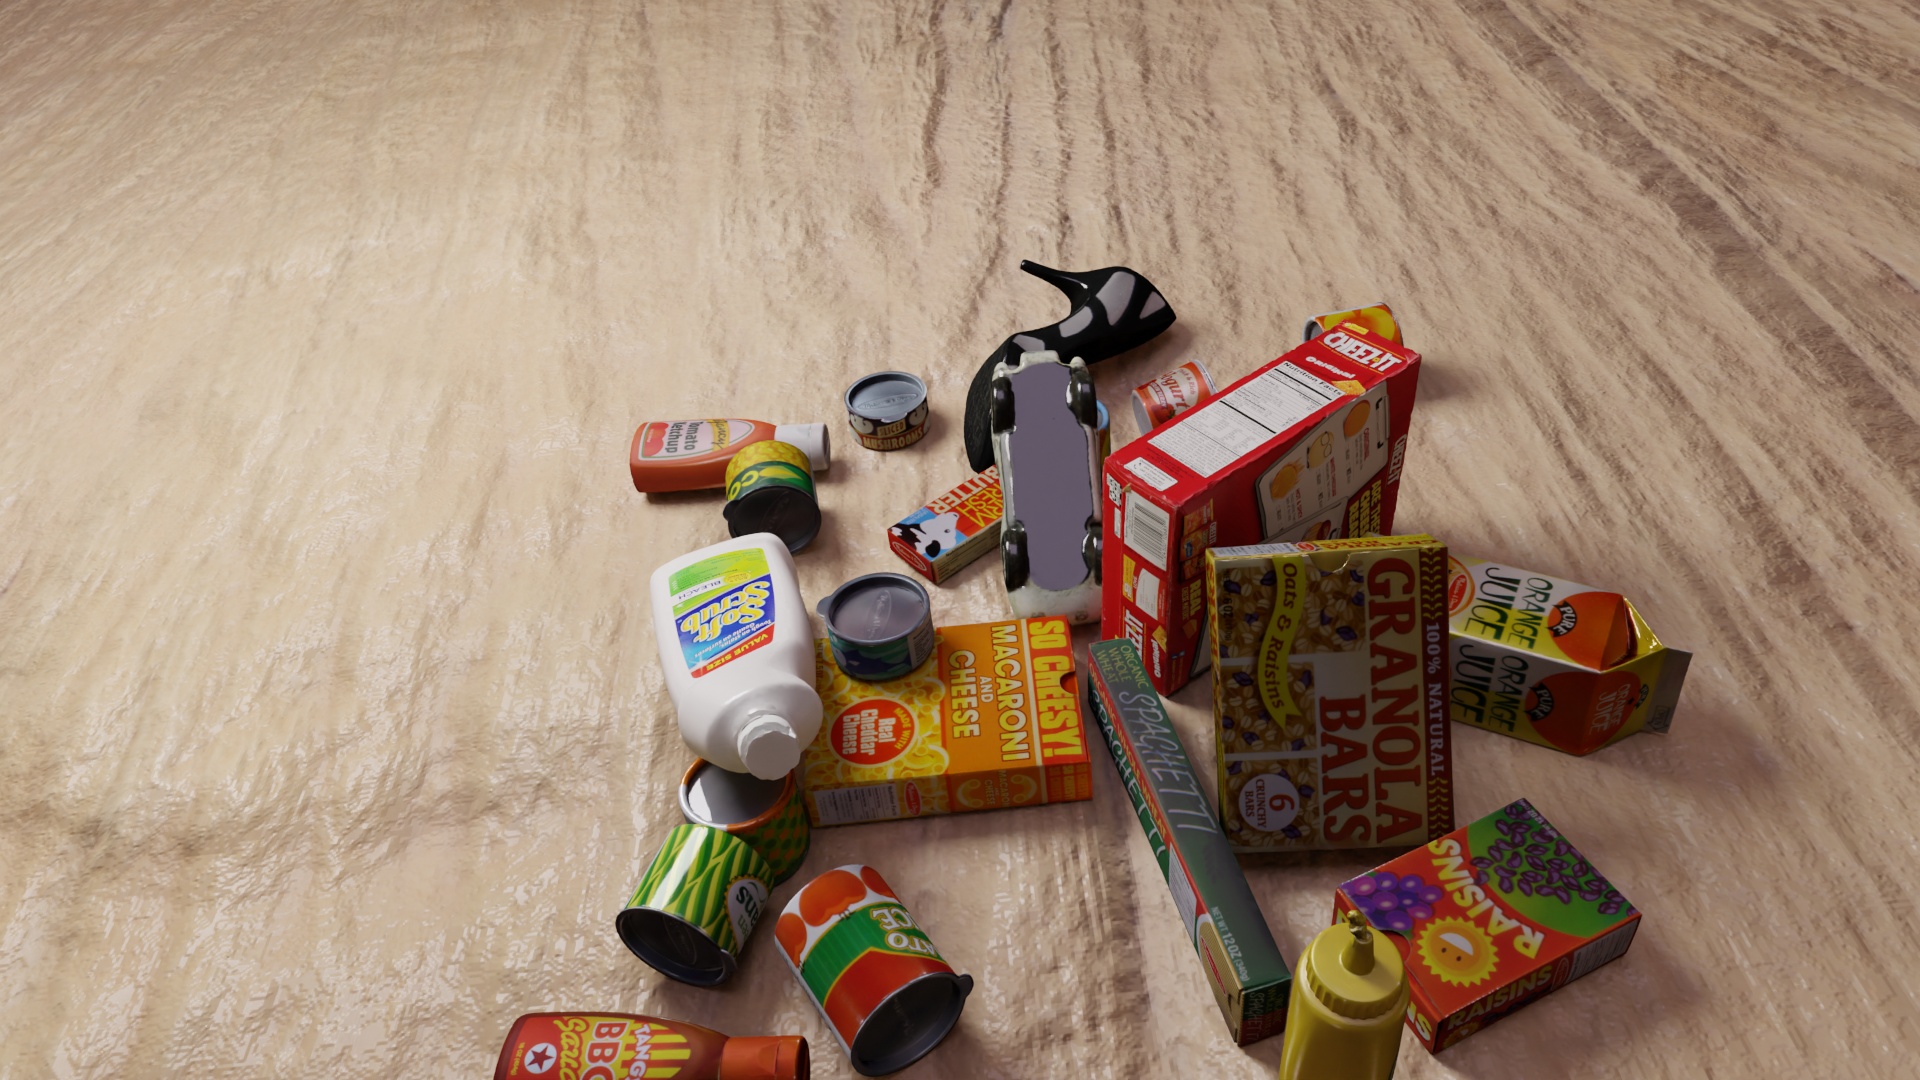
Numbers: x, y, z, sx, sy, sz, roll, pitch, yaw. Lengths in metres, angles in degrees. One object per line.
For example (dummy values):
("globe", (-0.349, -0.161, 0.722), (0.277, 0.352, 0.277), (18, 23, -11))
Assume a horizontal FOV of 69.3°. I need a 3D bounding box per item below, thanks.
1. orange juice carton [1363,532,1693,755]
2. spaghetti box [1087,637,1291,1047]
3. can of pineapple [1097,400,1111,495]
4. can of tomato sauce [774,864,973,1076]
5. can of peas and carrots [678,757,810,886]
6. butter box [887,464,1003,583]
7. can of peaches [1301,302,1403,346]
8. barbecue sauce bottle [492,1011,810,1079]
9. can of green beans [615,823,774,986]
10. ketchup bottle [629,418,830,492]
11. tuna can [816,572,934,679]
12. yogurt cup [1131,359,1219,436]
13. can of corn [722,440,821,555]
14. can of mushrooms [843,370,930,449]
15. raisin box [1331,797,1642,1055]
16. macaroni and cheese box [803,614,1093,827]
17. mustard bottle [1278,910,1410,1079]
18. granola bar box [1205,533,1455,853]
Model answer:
("orange juice carton", (0.325, 0.064, 0.829), (0.193, 0.071, 0.073), (16, 45, 24))
("spaghetti box", (0.119, 0.154, 0.769), (0.029, 0.050, 0.251), (-11, 40, -8))
("can of pineapple", (0.079, -0.069, 1.030), (0.071, 0.057, 0.071), (-4, 40, 4))
("can of tomato sauce", (-0.046, 0.215, 0.706), (0.071, 0.070, 0.083), (-27, 44, -22))
("can of peas and carrots", (-0.121, 0.155, 0.794), (0.071, 0.058, 0.071), (-4, 41, 3))
("butter box", (0.004, -0.013, 1.000), (0.104, 0.024, 0.053), (-32, 47, -26))
("can of peaches", (0.306, -0.146, 1.084), (0.058, 0.071, 0.071), (-11, 40, -5))
("barbecue sauce bottle", (-0.150, 0.264, 0.682), (0.148, 0.043, 0.065), (-3, 40, 4))
("can of green beans", (-0.141, 0.195, 0.745), (0.071, 0.071, 0.058), (9, 42, 18))
("ketchup bottle", (-0.177, -0.068, 1.075), (0.149, 0.043, 0.065), (-3, 40, 3))
("tuna can", (-0.052, 0.053, 0.861), (0.071, 0.032, 0.071), (-4, 39, 4))
("yogurt cup", (0.163, -0.097, 1.047), (0.054, 0.072, 0.073), (-19, 41, -2))
("can of corn", (-0.139, -0.031, 1.006), (0.071, 0.070, 0.058), (-11, 40, -4))
("can of mushrooms", (-0.058, -0.102, 1.106), (0.071, 0.033, 0.071), (-3, 40, 3))
("raisin box", (0.266, 0.194, 0.710), (0.124, 0.039, 0.086), (-20, 43, -14))
("macaroni and cheese box", (-0.009, 0.107, 0.848), (0.166, 0.040, 0.124), (-6, 41, 1))
("mustard bottle", (0.169, 0.213, 0.609), (0.049, 0.159, 0.066), (9, 44, 16))
("granola bar box", (0.201, 0.084, 0.756), (0.124, 0.165, 0.039), (-4, 7, 3))
